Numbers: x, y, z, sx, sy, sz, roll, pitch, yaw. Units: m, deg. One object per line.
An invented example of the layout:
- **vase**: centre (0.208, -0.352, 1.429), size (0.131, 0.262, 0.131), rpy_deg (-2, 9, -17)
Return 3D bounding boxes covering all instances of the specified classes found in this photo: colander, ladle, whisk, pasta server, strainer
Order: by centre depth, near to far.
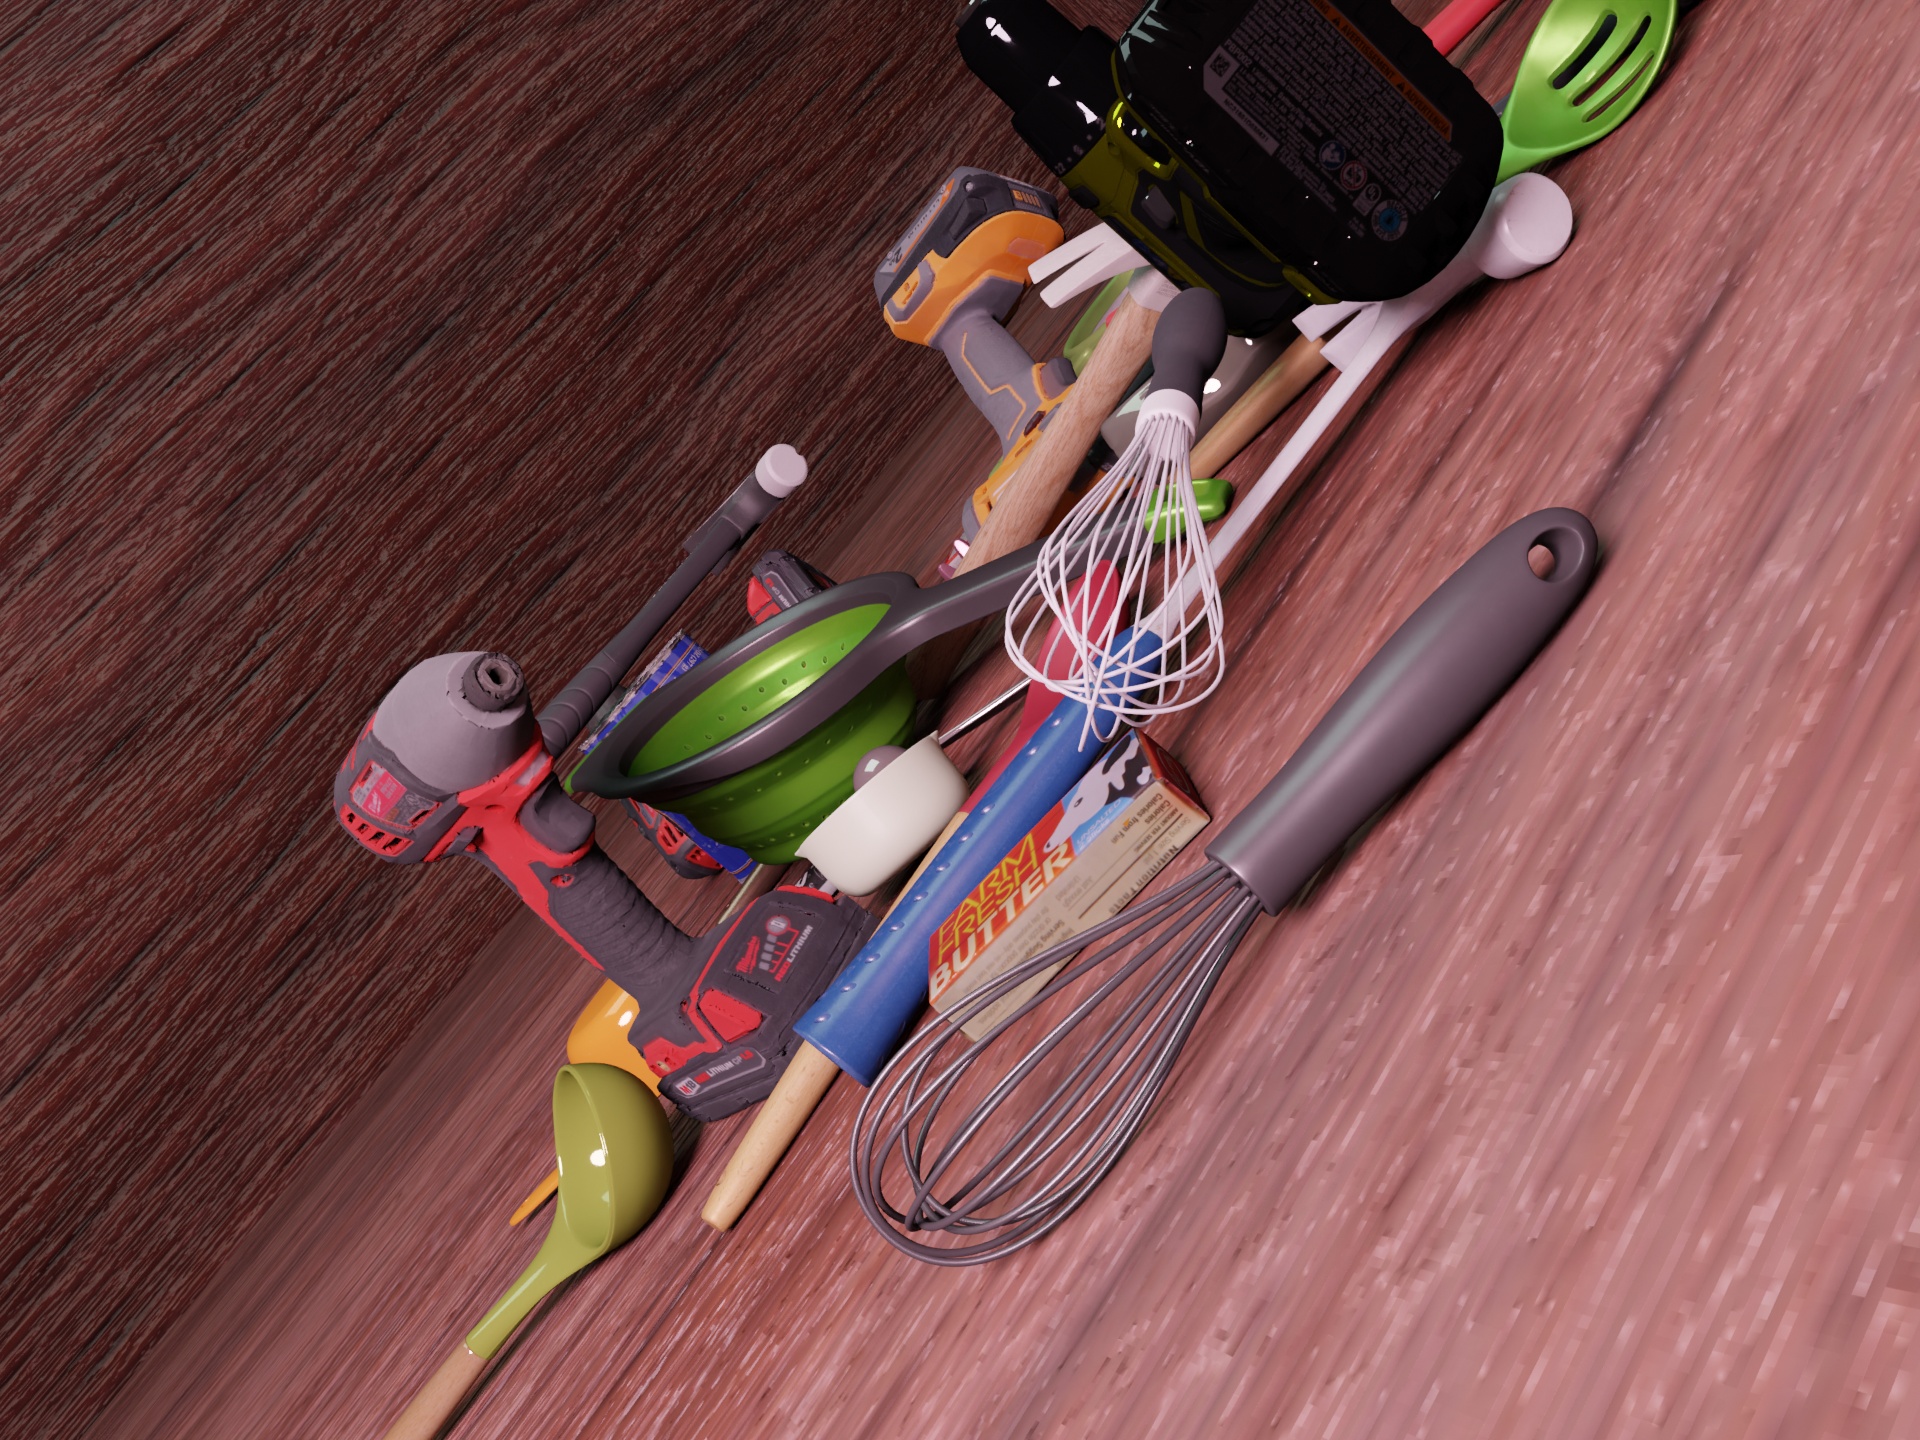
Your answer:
- **whisk**: centre (0.065, 0.035, 0.376), size (0.239, 0.055, 0.055), rpy_deg (-45, 11, -4)
- **whisk**: centre (0.069, -0.088, 0.565), size (0.070, 0.070, 0.285), rpy_deg (-41, 18, 36)
- **ladle**: centre (-0.009, 0.060, 0.629), size (0.315, 0.031, 0.069), rpy_deg (-56, 10, -25)
- **ladle**: centre (-0.227, 0.280, 0.664), size (0.320, 0.062, 0.078), rpy_deg (-52, 39, 0)
- **colander**: centre (-0.024, -0.013, 0.823), size (0.397, 0.094, 0.205), rpy_deg (-21, 21, 30)
- **pasta server**: centre (-0.058, -0.001, 0.993), size (0.316, 0.040, 0.060), rpy_deg (-54, 15, -18)
- **strainer**: centre (0.113, -0.240, 1.061), size (0.256, 0.069, 0.151), rpy_deg (-55, 13, -13)

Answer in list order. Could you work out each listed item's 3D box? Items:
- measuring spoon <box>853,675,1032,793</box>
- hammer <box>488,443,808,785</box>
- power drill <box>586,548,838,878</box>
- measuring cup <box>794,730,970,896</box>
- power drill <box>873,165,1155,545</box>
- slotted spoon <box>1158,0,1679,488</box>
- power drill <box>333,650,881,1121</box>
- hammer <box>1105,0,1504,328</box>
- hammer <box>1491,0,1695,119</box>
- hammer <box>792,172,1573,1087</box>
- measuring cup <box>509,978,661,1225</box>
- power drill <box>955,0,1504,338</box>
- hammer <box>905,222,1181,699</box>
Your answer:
- **measuring spoon**: centre (-0.001, -0.002, 0.757), size (0.124, 0.018, 0.034), rpy_deg (-33, -10, 9)
- **hammer**: centre (-0.223, -0.047, 1.058), size (0.146, 0.035, 0.335), rpy_deg (-32, 20, 55)
- **power drill**: centre (-0.175, -0.019, 1.175), size (0.226, 0.188, 0.080), rpy_deg (-46, -31, 9)
- **measuring cup**: centre (-0.026, 0.048, 0.738), size (0.083, 0.038, 0.167), rpy_deg (-41, -6, 0)
- **power drill**: centre (0.048, -0.224, 0.950), size (0.084, 0.226, 0.185), rpy_deg (0, -30, -42)
- **slotted spoon**: centre (0.191, -0.201, 0.710), size (0.313, 0.031, 0.070), rpy_deg (-46, 49, 34)
- **power drill**: centre (-0.147, 0.061, 0.651), size (0.143, 0.219, 0.079), rpy_deg (-37, 17, 49)
- **hammer**: centre (0.234, -0.364, 0.990), size (0.386, 0.038, 0.143), rpy_deg (-44, 9, -3)
- **hammer**: centre (0.262, -0.291, 0.736), size (0.149, 0.036, 0.409), rpy_deg (-56, 13, -28)
- **hammer**: centre (0.076, -0.037, 0.602), size (0.405, 0.035, 0.144), rpy_deg (-52, 12, -12)
- **measuring cup**: centre (-0.197, 0.190, 0.845), size (0.173, 0.052, 0.095), rpy_deg (-47, 11, -2)
- **power drill**: centre (0.091, -0.232, 0.623), size (0.080, 0.190, 0.229), rpy_deg (-51, 16, 4)
- **hammer**: centre (0.043, -0.131, 0.857), size (0.331, 0.130, 0.031), rpy_deg (-56, 43, 36)
